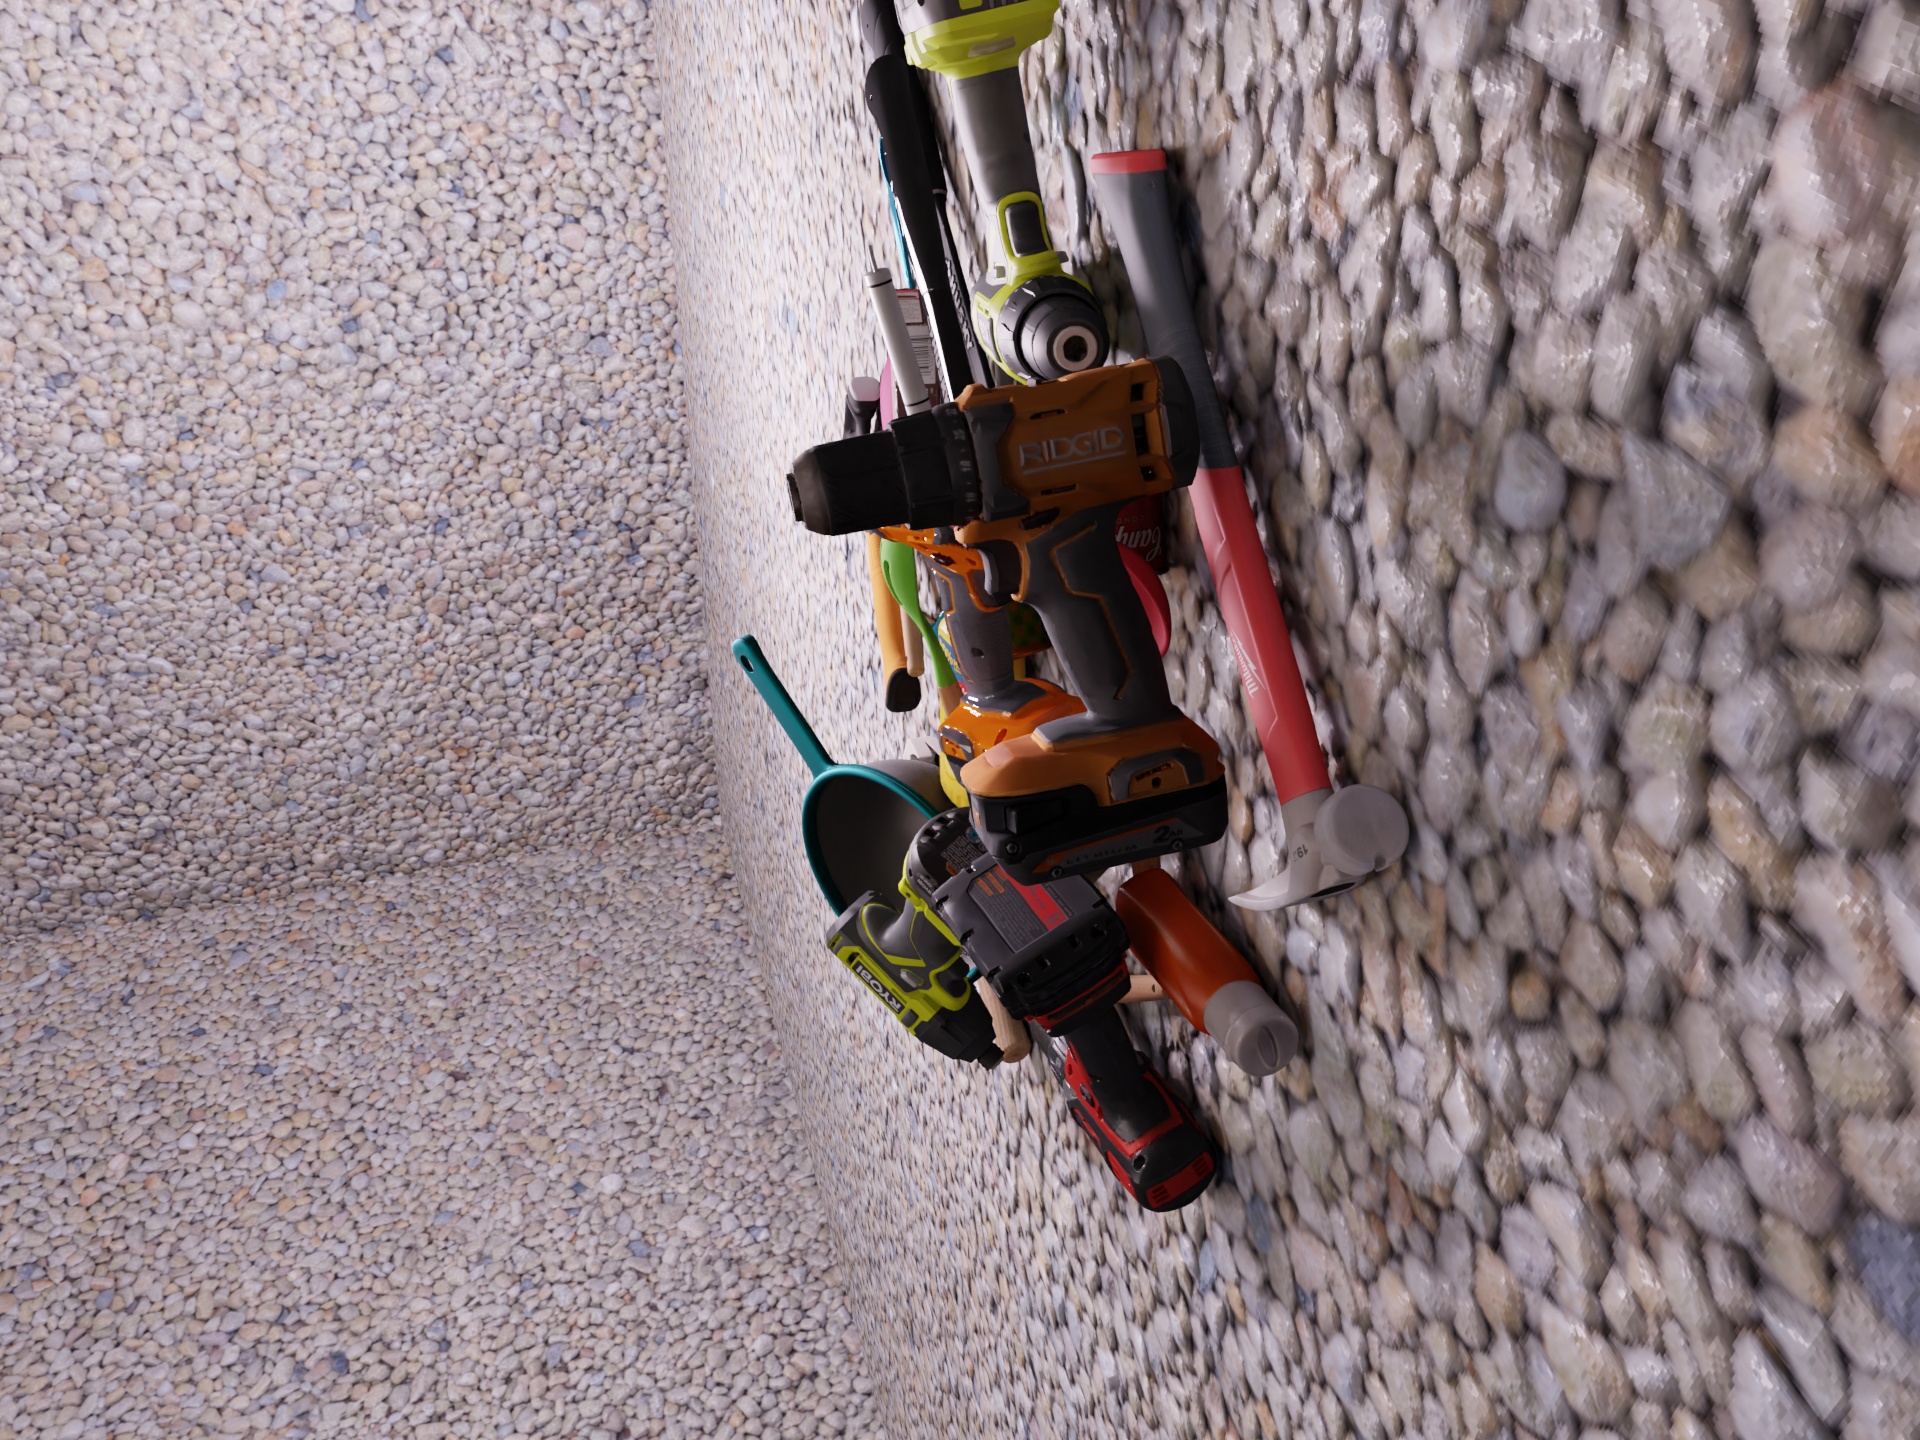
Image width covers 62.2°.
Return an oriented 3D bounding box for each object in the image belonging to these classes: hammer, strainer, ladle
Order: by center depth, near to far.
[{"bbox_3d":[0.121,-0.101,0.775,0.143,0.038,0.386,119,139,-71],"label":"hammer"},{"bbox_3d":[0.100,0.027,0.893,0.069,0.031,0.315,33,145,41],"label":"ladle"},{"bbox_3d":[-0.018,-0.300,1.068,0.146,0.035,0.335,125,135,-68],"label":"hammer"},{"bbox_3d":[-0.016,-0.368,1.152,0.149,0.036,0.409,116,143,-65],"label":"hammer"},{"bbox_3d":[-0.027,-0.227,1.187,0.087,0.050,0.258,-77,-29,-64],"label":"strainer"},{"bbox_3d":[-0.063,0.058,1.322,0.340,0.095,0.211,56,142,1],"label":"strainer"},{"bbox_3d":[0.001,0.152,1.424,0.130,0.031,0.332,98,158,-51],"label":"hammer"},{"bbox_3d":[-0.074,-0.149,1.447,0.127,0.034,0.337,104,160,-56],"label":"hammer"}]

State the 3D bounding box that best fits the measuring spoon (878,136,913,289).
[{"bbox_3d":[-0.043,-0.408,1.282,0.042,0.021,0.128,-119,15,-52],"label":"measuring spoon"}]

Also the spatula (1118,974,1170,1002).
[{"bbox_3d":[0.096,0.189,1.101,0.316,0.018,0.060,136,127,-74],"label":"spatula"}]

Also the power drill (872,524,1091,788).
[{"bbox_3d":[0.024,-0.059,0.981,0.164,0.084,0.226,17,131,59],"label":"power drill"}]

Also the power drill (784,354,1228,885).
[{"bbox_3d":[0.027,-0.043,0.737,0.084,0.185,0.226,-128,27,-73],"label":"power drill"}]

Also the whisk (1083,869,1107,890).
[{"bbox_3d":[0.074,0.095,1.004,0.246,0.059,0.058,105,-177,-75],"label":"whisk"}]

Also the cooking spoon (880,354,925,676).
[{"bbox_3d":[-0.052,-0.181,1.375,0.068,0.017,0.319,109,157,-62],"label":"cooking spoon"}]

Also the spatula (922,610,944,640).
[{"bbox_3d":[-0.017,-0.079,1.370,0.318,0.044,0.082,-136,38,-75],"label":"spatula"}]

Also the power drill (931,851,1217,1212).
[{"bbox_3d":[0.065,0.174,0.970,0.188,0.080,0.226,48,167,55],"label":"power drill"}]

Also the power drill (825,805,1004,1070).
[{"bbox_3d":[-0.003,0.173,1.206,0.171,0.080,0.223,44,144,7],"label":"power drill"}]

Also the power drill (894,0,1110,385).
[{"bbox_3d":[0.029,-0.292,0.857,0.191,0.080,0.228,-109,5,-69],"label":"power drill"}]

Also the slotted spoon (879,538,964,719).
[{"bbox_3d":[-0.002,-0.004,1.136,0.070,0.031,0.313,-108,-2,-67],"label":"slotted spoon"}]
